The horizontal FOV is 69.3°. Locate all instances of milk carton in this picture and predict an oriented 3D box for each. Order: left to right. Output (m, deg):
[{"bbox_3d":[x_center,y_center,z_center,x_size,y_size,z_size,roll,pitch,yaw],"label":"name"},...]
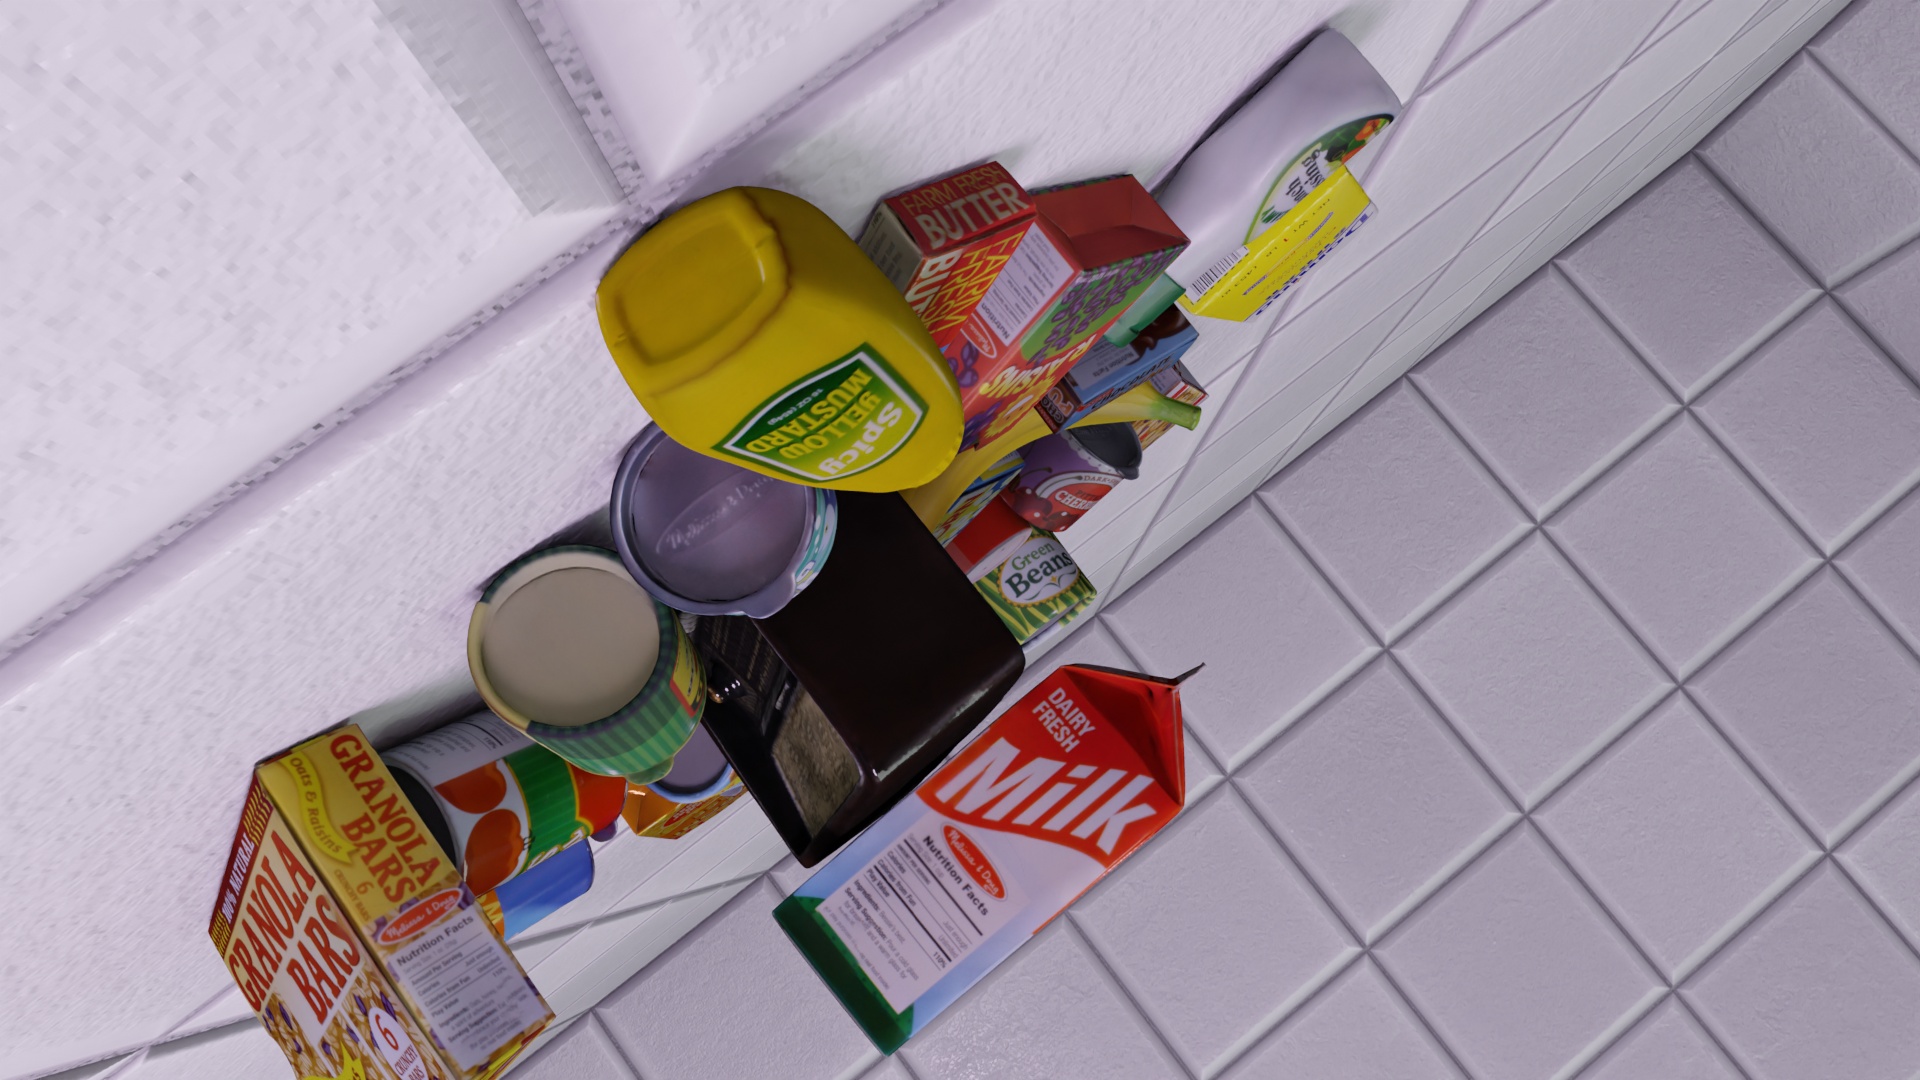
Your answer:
[{"bbox_3d":[0.025,0.111,0.559,0.190,0.073,0.072,-41,172,3],"label":"milk carton"}]

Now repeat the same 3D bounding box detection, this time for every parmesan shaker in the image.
[{"bbox_3d":[-0.127,0.047,0.492,0.071,0.071,0.102,-36,171,-13],"label":"parmesan shaker"}]

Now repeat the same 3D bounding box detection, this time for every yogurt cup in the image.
[{"bbox_3d":[0.003,-0.010,0.773,0.072,0.054,0.072,-37,170,-8],"label":"yogurt cup"}]

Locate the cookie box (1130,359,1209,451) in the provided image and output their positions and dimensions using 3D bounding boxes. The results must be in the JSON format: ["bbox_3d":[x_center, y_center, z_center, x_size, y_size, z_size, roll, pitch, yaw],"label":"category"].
[{"bbox_3d":[0.073,-0.054,0.869,0.167,0.040,0.123,-40,170,14],"label":"cookie box"}]

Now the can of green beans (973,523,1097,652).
[{"bbox_3d":[0.039,0.028,0.830,0.071,0.058,0.071,-34,166,-9],"label":"can of green beans"}]

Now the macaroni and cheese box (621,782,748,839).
[{"bbox_3d":[-0.168,0.155,0.959,0.124,0.040,0.166,-36,170,-10],"label":"macaroni and cheese box"}]

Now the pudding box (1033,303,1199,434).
[{"bbox_3d":[0.062,-0.089,0.629,0.084,0.050,0.030,-33,170,-33],"label":"pudding box"}]

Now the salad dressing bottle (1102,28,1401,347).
[{"bbox_3d":[0.109,-0.141,0.572,0.147,0.044,0.064,-41,169,19],"label":"salad dressing bottle"}]

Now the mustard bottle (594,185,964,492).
[{"bbox_3d":[-0.033,-0.044,0.391,0.065,0.049,0.160,-32,159,14],"label":"mustard bottle"}]

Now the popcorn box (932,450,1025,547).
[{"bbox_3d":[-0.035,-0.005,0.697,0.126,0.038,0.085,-45,169,37],"label":"popcorn box"}]

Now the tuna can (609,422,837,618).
[{"bbox_3d":[-0.072,-0.007,0.440,0.071,0.071,0.033,-39,172,3],"label":"tuna can"}]

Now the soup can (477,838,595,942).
[{"bbox_3d":[-0.232,0.165,0.674,0.084,0.071,0.071,-29,167,-44],"label":"soup can"}]

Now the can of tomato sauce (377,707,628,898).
[{"bbox_3d":[-0.184,0.102,0.547,0.071,0.071,0.083,-44,168,33],"label":"can of tomato sauce"}]

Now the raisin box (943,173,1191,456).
[{"bbox_3d":[0.021,-0.081,0.538,0.123,0.040,0.086,-45,170,38],"label":"raisin box"}]

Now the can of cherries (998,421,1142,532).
[{"bbox_3d":[0.056,-0.045,0.754,0.058,0.071,0.072,-44,169,32],"label":"can of cherries"}]

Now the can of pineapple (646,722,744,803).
[{"bbox_3d":[-0.137,0.107,0.751,0.071,0.071,0.058,-40,170,12],"label":"can of pineapple"}]

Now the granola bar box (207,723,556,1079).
[{"bbox_3d":[-0.219,0.157,0.505,0.039,0.124,0.164,-29,167,-43],"label":"granola bar box"}]

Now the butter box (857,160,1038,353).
[{"bbox_3d":[-0.020,-0.076,0.454,0.053,0.024,0.103,-30,168,-39],"label":"butter box"}]
